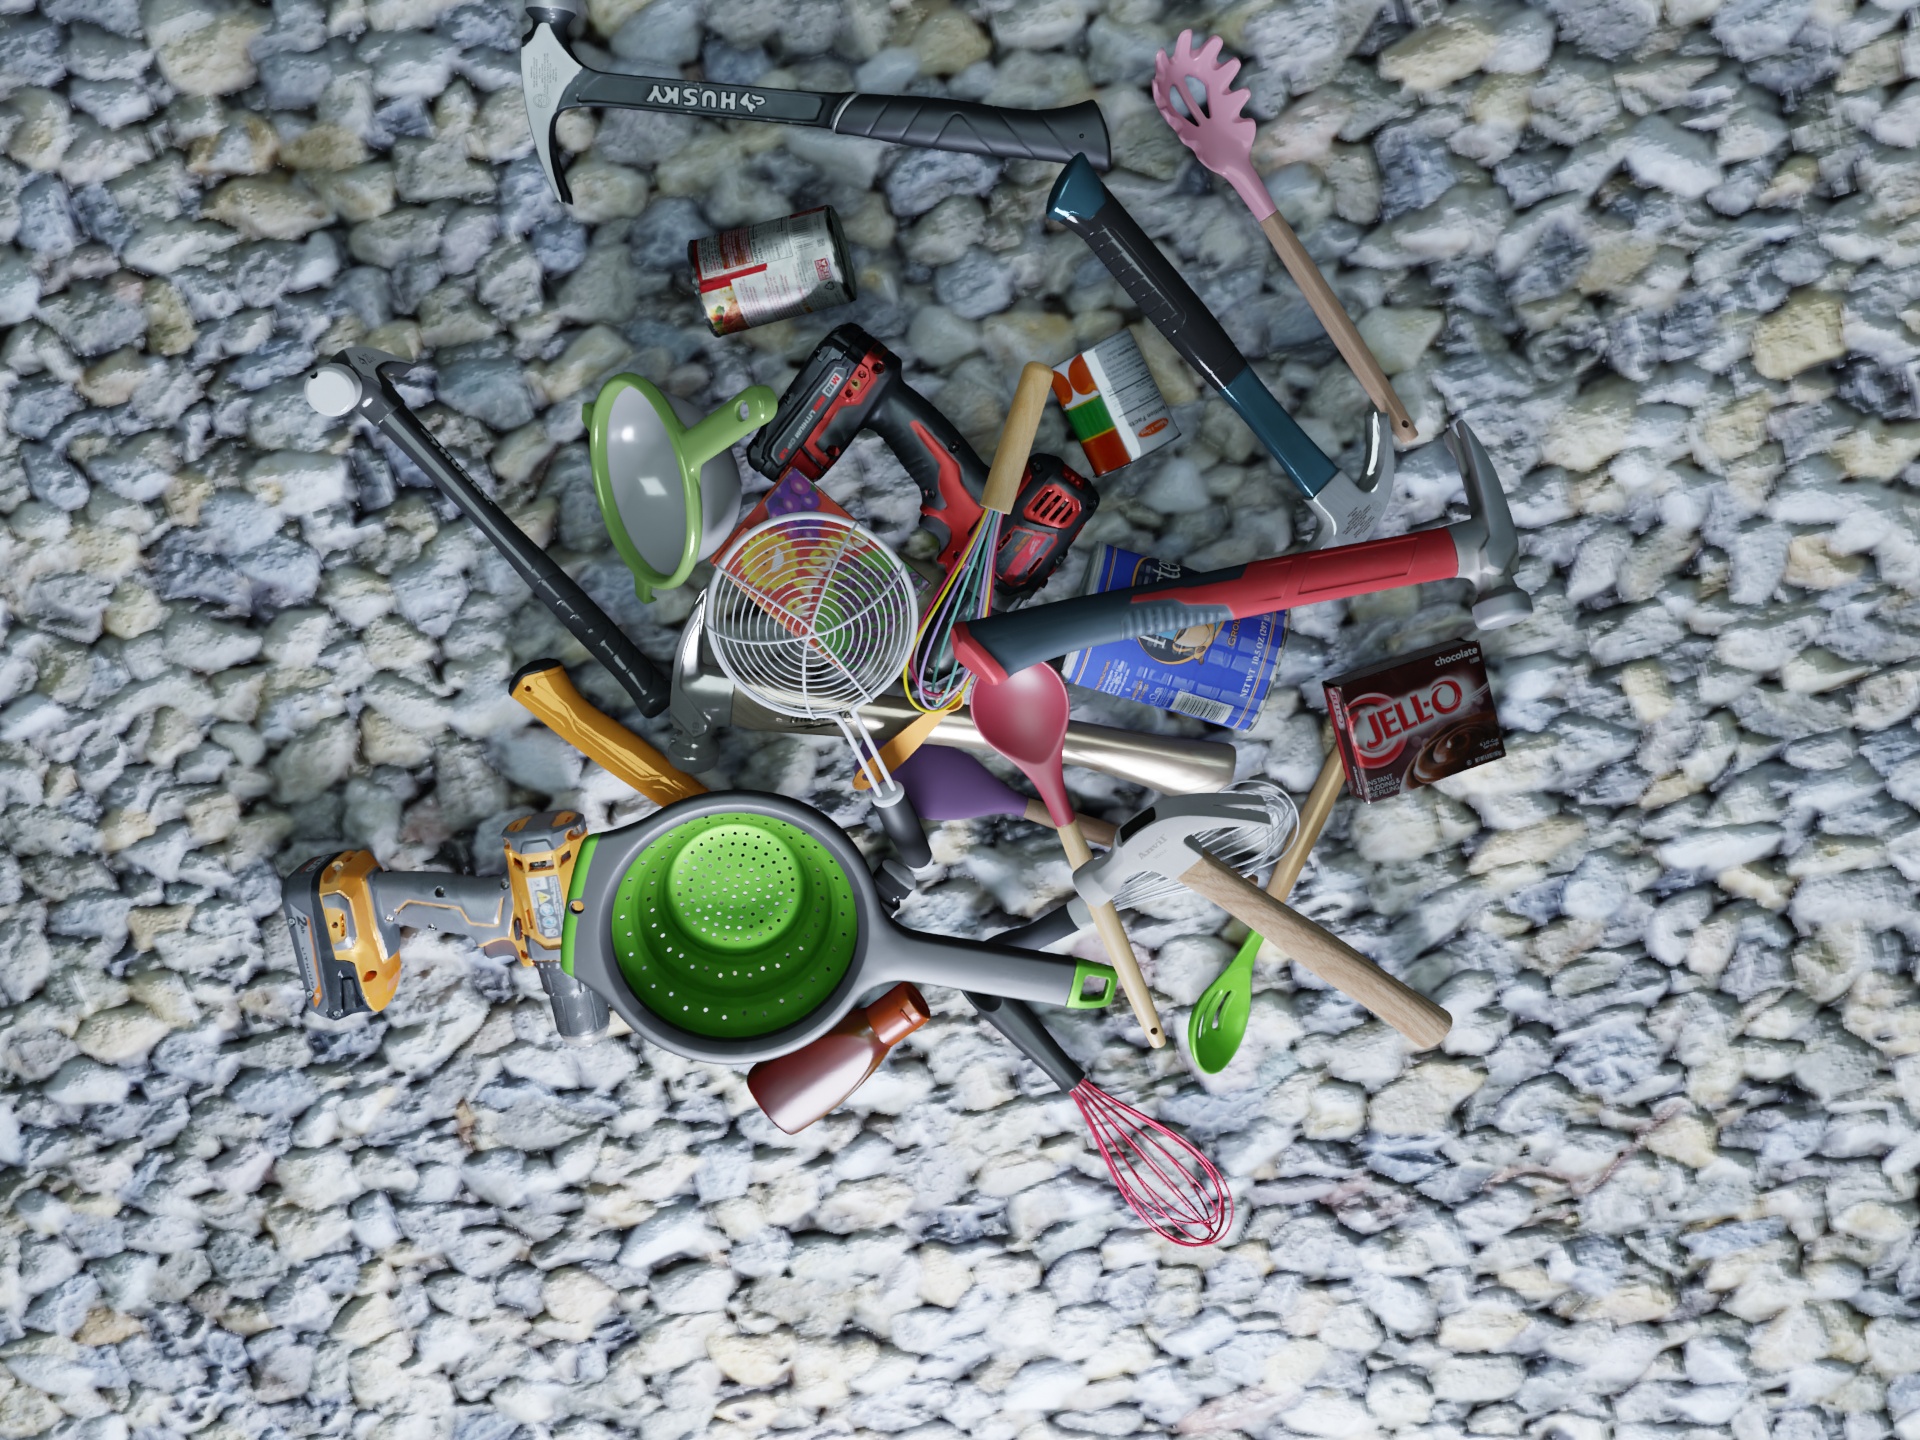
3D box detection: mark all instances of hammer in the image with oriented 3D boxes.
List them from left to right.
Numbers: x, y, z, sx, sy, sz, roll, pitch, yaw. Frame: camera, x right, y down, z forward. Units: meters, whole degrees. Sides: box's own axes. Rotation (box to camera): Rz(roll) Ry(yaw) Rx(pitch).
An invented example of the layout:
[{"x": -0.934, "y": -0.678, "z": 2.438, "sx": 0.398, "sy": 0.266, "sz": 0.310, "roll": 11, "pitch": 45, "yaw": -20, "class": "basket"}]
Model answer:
[{"x": -0.320, "y": -0.129, "z": 1.138, "sx": 0.035, "sy": 0.146, "sz": 0.334, "roll": -38, "pitch": 110, "yaw": 8, "class": "hammer"}, {"x": -0.203, "y": 0.072, "z": 1.207, "sx": 0.337, "sy": 0.034, "sz": 0.127, "roll": 37, "pitch": 101, "yaw": -5, "class": "hammer"}, {"x": -0.099, "y": -0.413, "z": 1.088, "sx": 0.409, "sy": 0.036, "sz": 0.149, "roll": 7, "pitch": 104, "yaw": 2, "class": "hammer"}, {"x": -0.002, "y": -0.004, "z": 1.147, "sx": 0.410, "sy": 0.038, "sz": 0.146, "roll": 8, "pitch": 124, "yaw": -5, "class": "hammer"}, {"x": 0.174, "y": -0.242, "z": 1.077, "sx": 0.128, "sy": 0.033, "sz": 0.330, "roll": -45, "pitch": 108, "yaw": 0, "class": "hammer"}, {"x": 0.181, "y": -0.100, "z": 1.056, "sx": 0.386, "sy": 0.038, "sz": 0.143, "roll": -11, "pitch": 79, "yaw": -8, "class": "hammer"}, {"x": 0.242, "y": 0.152, "z": 1.141, "sx": 0.331, "sy": 0.031, "sz": 0.130, "roll": 34, "pitch": 119, "yaw": -26, "class": "hammer"}]

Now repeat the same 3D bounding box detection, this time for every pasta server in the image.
[{"x": 0.228, "y": -0.323, "z": 1.087, "sx": 0.060, "sy": 0.040, "sz": 0.316, "roll": -36, "pitch": 100, "yaw": 0, "class": "pasta server"}]

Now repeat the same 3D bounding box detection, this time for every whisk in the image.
[{"x": 0.014, "y": -0.121, "z": 1.063, "sx": 0.047, "sy": 0.051, "sz": 0.245, "roll": 18, "pitch": 96, "yaw": -4, "class": "whisk"}, {"x": 0.101, "y": 0.295, "z": 1.230, "sx": 0.073, "sy": 0.073, "sz": 0.296, "roll": -43, "pitch": 91, "yaw": 12, "class": "whisk"}, {"x": 0.118, "y": 0.125, "z": 1.171, "sx": 0.284, "sy": 0.070, "sz": 0.070, "roll": -29, "pitch": 100, "yaw": 15, "class": "whisk"}]

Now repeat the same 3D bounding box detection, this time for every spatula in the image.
[{"x": 0.073, "y": 0.076, "z": 1.197, "sx": 0.316, "sy": 0.018, "sz": 0.060, "roll": 18, "pitch": 86, "yaw": -1, "class": "spatula"}]

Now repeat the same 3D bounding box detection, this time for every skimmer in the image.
[{"x": -0.067, "y": -0.001, "z": 1.070, "sx": 0.127, "sy": 0.363, "sz": 0.090, "roll": -18, "pitch": 61, "yaw": 1, "class": "skimmer"}]

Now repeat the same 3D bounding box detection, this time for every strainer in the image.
[{"x": -0.169, "y": -0.180, "z": 1.073, "sx": 0.069, "sy": 0.256, "sz": 0.151, "roll": -18, "pitch": 91, "yaw": -35, "class": "strainer"}]

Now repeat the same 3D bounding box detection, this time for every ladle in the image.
[{"x": 0.086, "y": 0.095, "z": 1.128, "sx": 0.069, "sy": 0.031, "sz": 0.315, "roll": -22, "pitch": 102, "yaw": 4, "class": "ladle"}]

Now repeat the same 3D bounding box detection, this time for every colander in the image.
[{"x": -0.083, "y": 0.150, "z": 1.160, "sx": 0.397, "sy": 0.094, "sz": 0.204, "roll": 11, "pitch": 103, "yaw": -10, "class": "colander"}]

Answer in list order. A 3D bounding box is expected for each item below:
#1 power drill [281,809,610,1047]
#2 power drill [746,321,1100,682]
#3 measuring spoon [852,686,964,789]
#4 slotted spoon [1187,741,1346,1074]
[{"x": -0.382, "y": 0.173, "z": 1.221, "sx": 0.226, "sy": 0.084, "sz": 0.185, "roll": -8, "pitch": 104, "yaw": 1, "class": "power drill"}, {"x": -0.040, "y": -0.150, "z": 1.126, "sx": 0.226, "sy": 0.080, "sz": 0.188, "roll": 35, "pitch": 110, "yaw": -9, "class": "power drill"}, {"x": -0.039, "y": 0.013, "z": 1.132, "sx": 0.021, "sy": 0.011, "sz": 0.117, "roll": 31, "pitch": 122, "yaw": -27, "class": "measuring spoon"}, {"x": 0.241, "y": 0.121, "z": 1.190, "sx": 0.070, "sy": 0.031, "sz": 0.313, "roll": 13, "pitch": 104, "yaw": -46, "class": "slotted spoon"}]
